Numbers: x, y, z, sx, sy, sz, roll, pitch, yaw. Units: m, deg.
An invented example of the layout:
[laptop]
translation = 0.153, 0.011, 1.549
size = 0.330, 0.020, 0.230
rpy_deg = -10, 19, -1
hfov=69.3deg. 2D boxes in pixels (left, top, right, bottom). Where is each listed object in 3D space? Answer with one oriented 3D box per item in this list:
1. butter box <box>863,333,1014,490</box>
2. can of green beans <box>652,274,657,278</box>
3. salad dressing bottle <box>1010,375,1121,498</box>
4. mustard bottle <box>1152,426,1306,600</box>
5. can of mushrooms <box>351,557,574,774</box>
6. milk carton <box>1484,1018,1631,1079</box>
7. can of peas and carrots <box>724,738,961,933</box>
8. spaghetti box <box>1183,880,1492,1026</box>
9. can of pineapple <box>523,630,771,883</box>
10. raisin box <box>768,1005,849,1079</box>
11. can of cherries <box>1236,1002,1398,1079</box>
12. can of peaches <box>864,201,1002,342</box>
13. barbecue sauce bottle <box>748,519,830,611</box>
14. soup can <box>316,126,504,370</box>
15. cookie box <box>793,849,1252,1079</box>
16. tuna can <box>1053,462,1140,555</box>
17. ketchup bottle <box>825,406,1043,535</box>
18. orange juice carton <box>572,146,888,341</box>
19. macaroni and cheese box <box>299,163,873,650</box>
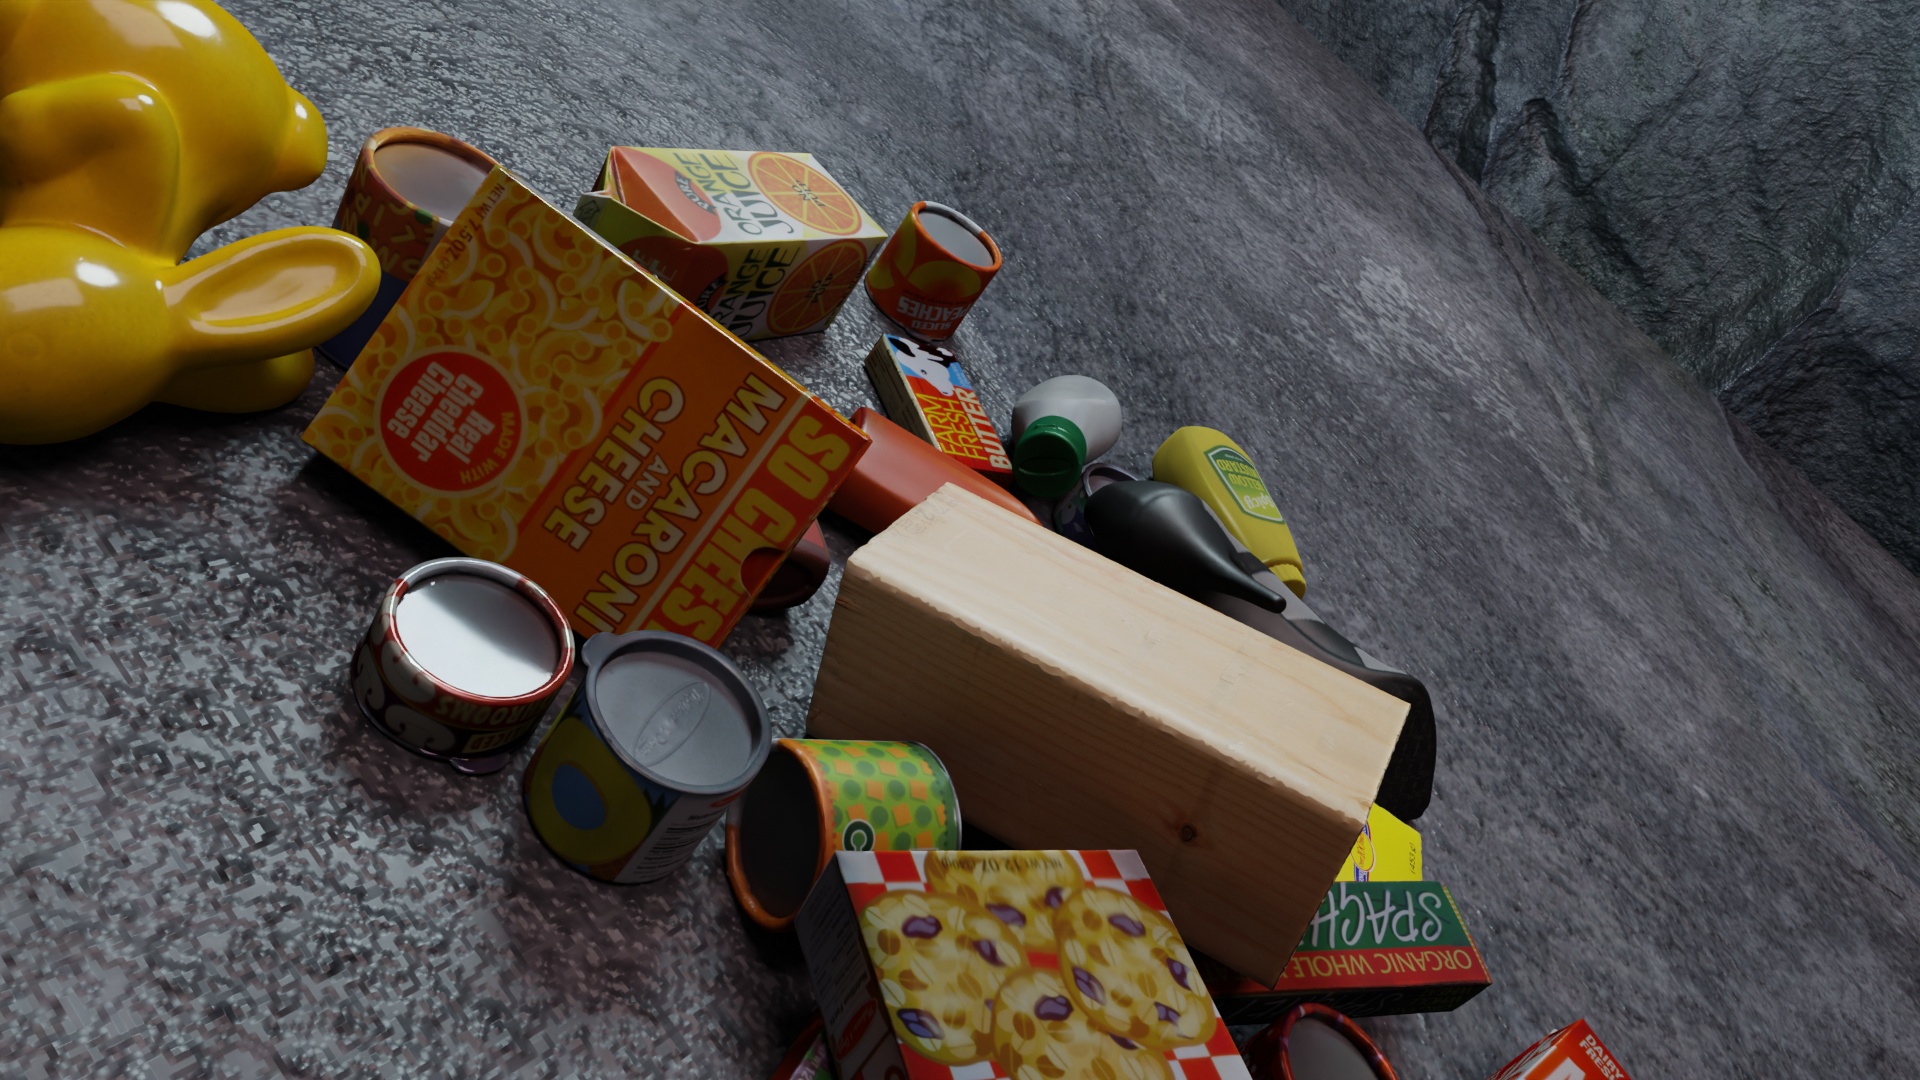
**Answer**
[butter box]
translation = -0.012, -0.069, 0.773
size = 0.053, 0.024, 0.104
rpy_deg = 8, 43, -39
[can of green beans]
translation = -0.173, -0.098, 0.609
size = 0.058, 0.071, 0.071
rpy_deg = 23, 35, -23
[salad dressing bottle]
translation = 0.056, -0.059, 0.777
size = 0.064, 0.044, 0.148
rpy_deg = -1, 16, 11
[mustard bottle]
translation = 0.173, -0.001, 0.852
size = 0.065, 0.048, 0.161
rpy_deg = 9, 43, -36
[can of mushrooms]
translation = -0.167, 0.041, 0.473
size = 0.071, 0.033, 0.071
rpy_deg = 27, 33, -19
[milk carton]
translation = 0.236, 0.260, 0.570
size = 0.191, 0.073, 0.072
rpy_deg = -4, 51, -48
[can of peas and carrots]
translation = -0.041, 0.105, 0.489
size = 0.059, 0.070, 0.071
rpy_deg = 8, 43, -38
[spaghetti box]
translation = 0.102, 0.164, 0.551
size = 0.250, 0.028, 0.050
rpy_deg = 6, 45, -25
[can of pineapple]
translation = -0.108, 0.072, 0.471
size = 0.071, 0.057, 0.071
rpy_deg = 27, 34, -20
[raisin box]
translation = -0.002, 0.197, 0.441
size = 0.123, 0.040, 0.086
rpy_deg = 41, 31, 2
[can of cherries]
translation = 0.126, 0.217, 0.527
size = 0.071, 0.058, 0.072
rpy_deg = 26, 35, -20
[can of peaches]
translation = -0.016, -0.166, 0.858
size = 0.071, 0.057, 0.071
rpy_deg = 27, 34, -19
[barbecue sauce bottle]
translation = -0.107, -0.037, 0.621
size = 0.065, 0.043, 0.149
rpy_deg = 10, 42, -37
[soup can]
translation = -0.223, -0.116, 0.564
size = 0.071, 0.083, 0.072
rpy_deg = 26, 34, -19
[cookie box]
translation = 0.031, 0.172, 0.416
size = 0.123, 0.040, 0.168
rpy_deg = 8, 37, -32
[tuna can]
translation = 0.090, -0.008, 0.792
size = 0.071, 0.032, 0.071
rpy_deg = 26, 34, -20
[ketchup bottle]
translation = 0.002, -0.009, 0.695
size = 0.149, 0.043, 0.065
rpy_deg = 30, 32, -15
[orange juice carton]
translation = -0.131, -0.149, 0.708
size = 0.073, 0.071, 0.193
rpy_deg = 48, 33, 15
[macaroni and cheese box]
translation = -0.135, -0.038, 0.518
size = 0.166, 0.123, 0.040
rpy_deg = 36, 3, -5
